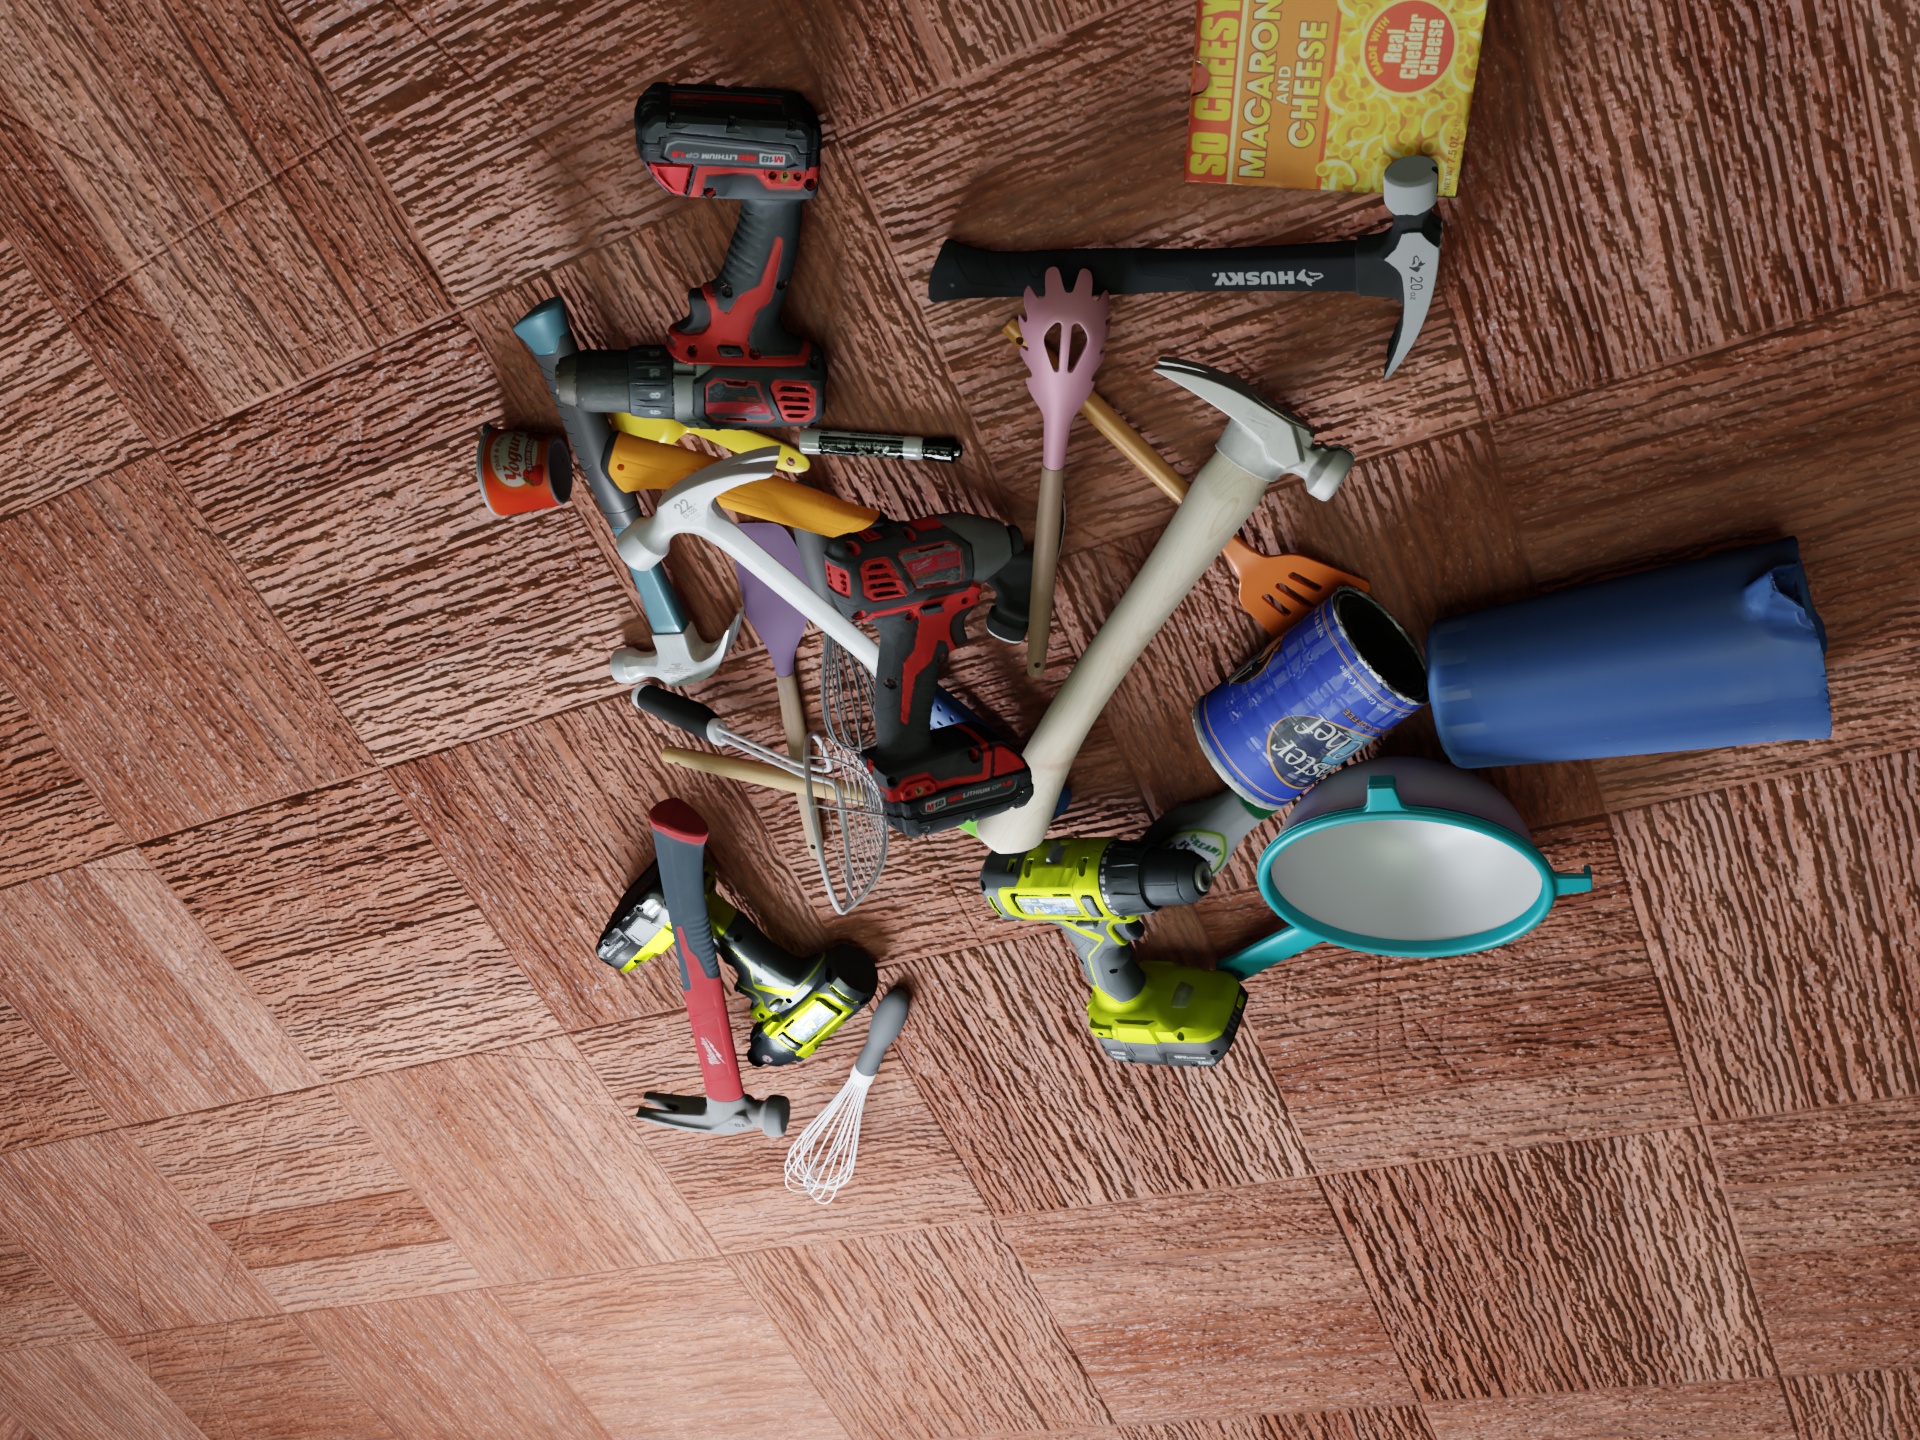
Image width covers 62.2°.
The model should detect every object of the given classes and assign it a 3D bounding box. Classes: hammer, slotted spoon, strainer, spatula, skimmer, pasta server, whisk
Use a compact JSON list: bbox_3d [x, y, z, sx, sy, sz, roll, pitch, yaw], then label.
[{"bbox_3d":[0.108,-0.062,1.151,0.146,0.038,0.410,32,121,1],"label":"hammer"},{"bbox_3d":[-0.092,-0.154,1.156,0.336,0.034,0.127,15,126,-9],"label":"hammer"},{"bbox_3d":[-0.094,0.058,1.316,0.314,0.031,0.070,12,153,2],"label":"slotted spoon"},{"bbox_3d":[0.304,0.115,1.237,0.211,0.095,0.340,23,146,-16],"label":"strainer"},{"bbox_3d":[-0.240,0.224,1.384,0.143,0.038,0.386,3,127,9],"label":"hammer"},{"bbox_3d":[-0.259,-0.163,1.207,0.128,0.033,0.330,-1,129,21],"label":"hammer"},{"bbox_3d":[0.152,-0.170,1.126,0.322,0.041,0.081,42,123,-9],"label":"spatula"},{"bbox_3d":[-0.172,0.037,1.191,0.364,0.090,0.127,21,133,46],"label":"skimmer"},{"bbox_3d":[-0.059,-0.048,1.199,0.144,0.035,0.405,-33,122,31],"label":"hammer"},{"bbox_3d":[0.137,-0.287,1.030,0.335,0.035,0.146,4,144,19],"label":"hammer"},{"bbox_3d":[0.063,-0.159,1.108,0.060,0.040,0.316,3,131,1],"label":"pasta server"},{"bbox_3d":[-0.102,0.359,1.520,0.070,0.070,0.284,24,120,-1],"label":"whisk"},{"bbox_3d":[-0.099,-0.074,1.242,0.055,0.055,0.238,-3,118,17],"label":"whisk"},{"bbox_3d":[-0.138,-0.017,1.305,0.060,0.018,0.315,2,122,13],"label":"spatula"}]

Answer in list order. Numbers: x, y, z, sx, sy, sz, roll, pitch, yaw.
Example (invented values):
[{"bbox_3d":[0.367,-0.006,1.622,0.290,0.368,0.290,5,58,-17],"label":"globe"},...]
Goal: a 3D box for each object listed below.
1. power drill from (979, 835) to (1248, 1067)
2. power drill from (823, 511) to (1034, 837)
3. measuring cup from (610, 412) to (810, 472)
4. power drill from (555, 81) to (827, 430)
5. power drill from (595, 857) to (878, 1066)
[{"bbox_3d":[0.143,0.180,1.281,0.190,0.080,0.228,-5,132,36],"label":"power drill"},{"bbox_3d":[-0.014,-0.039,1.138,0.143,0.079,0.219,-15,113,-22],"label":"power drill"},{"bbox_3d":[-0.188,-0.211,1.184,0.156,0.029,0.062,20,125,5],"label":"measuring cup"},{"bbox_3d":[-0.180,-0.301,1.070,0.188,0.080,0.226,-1,127,-10],"label":"power drill"},{"bbox_3d":[-0.209,0.224,1.447,0.223,0.080,0.171,37,124,-14],"label":"power drill"}]
